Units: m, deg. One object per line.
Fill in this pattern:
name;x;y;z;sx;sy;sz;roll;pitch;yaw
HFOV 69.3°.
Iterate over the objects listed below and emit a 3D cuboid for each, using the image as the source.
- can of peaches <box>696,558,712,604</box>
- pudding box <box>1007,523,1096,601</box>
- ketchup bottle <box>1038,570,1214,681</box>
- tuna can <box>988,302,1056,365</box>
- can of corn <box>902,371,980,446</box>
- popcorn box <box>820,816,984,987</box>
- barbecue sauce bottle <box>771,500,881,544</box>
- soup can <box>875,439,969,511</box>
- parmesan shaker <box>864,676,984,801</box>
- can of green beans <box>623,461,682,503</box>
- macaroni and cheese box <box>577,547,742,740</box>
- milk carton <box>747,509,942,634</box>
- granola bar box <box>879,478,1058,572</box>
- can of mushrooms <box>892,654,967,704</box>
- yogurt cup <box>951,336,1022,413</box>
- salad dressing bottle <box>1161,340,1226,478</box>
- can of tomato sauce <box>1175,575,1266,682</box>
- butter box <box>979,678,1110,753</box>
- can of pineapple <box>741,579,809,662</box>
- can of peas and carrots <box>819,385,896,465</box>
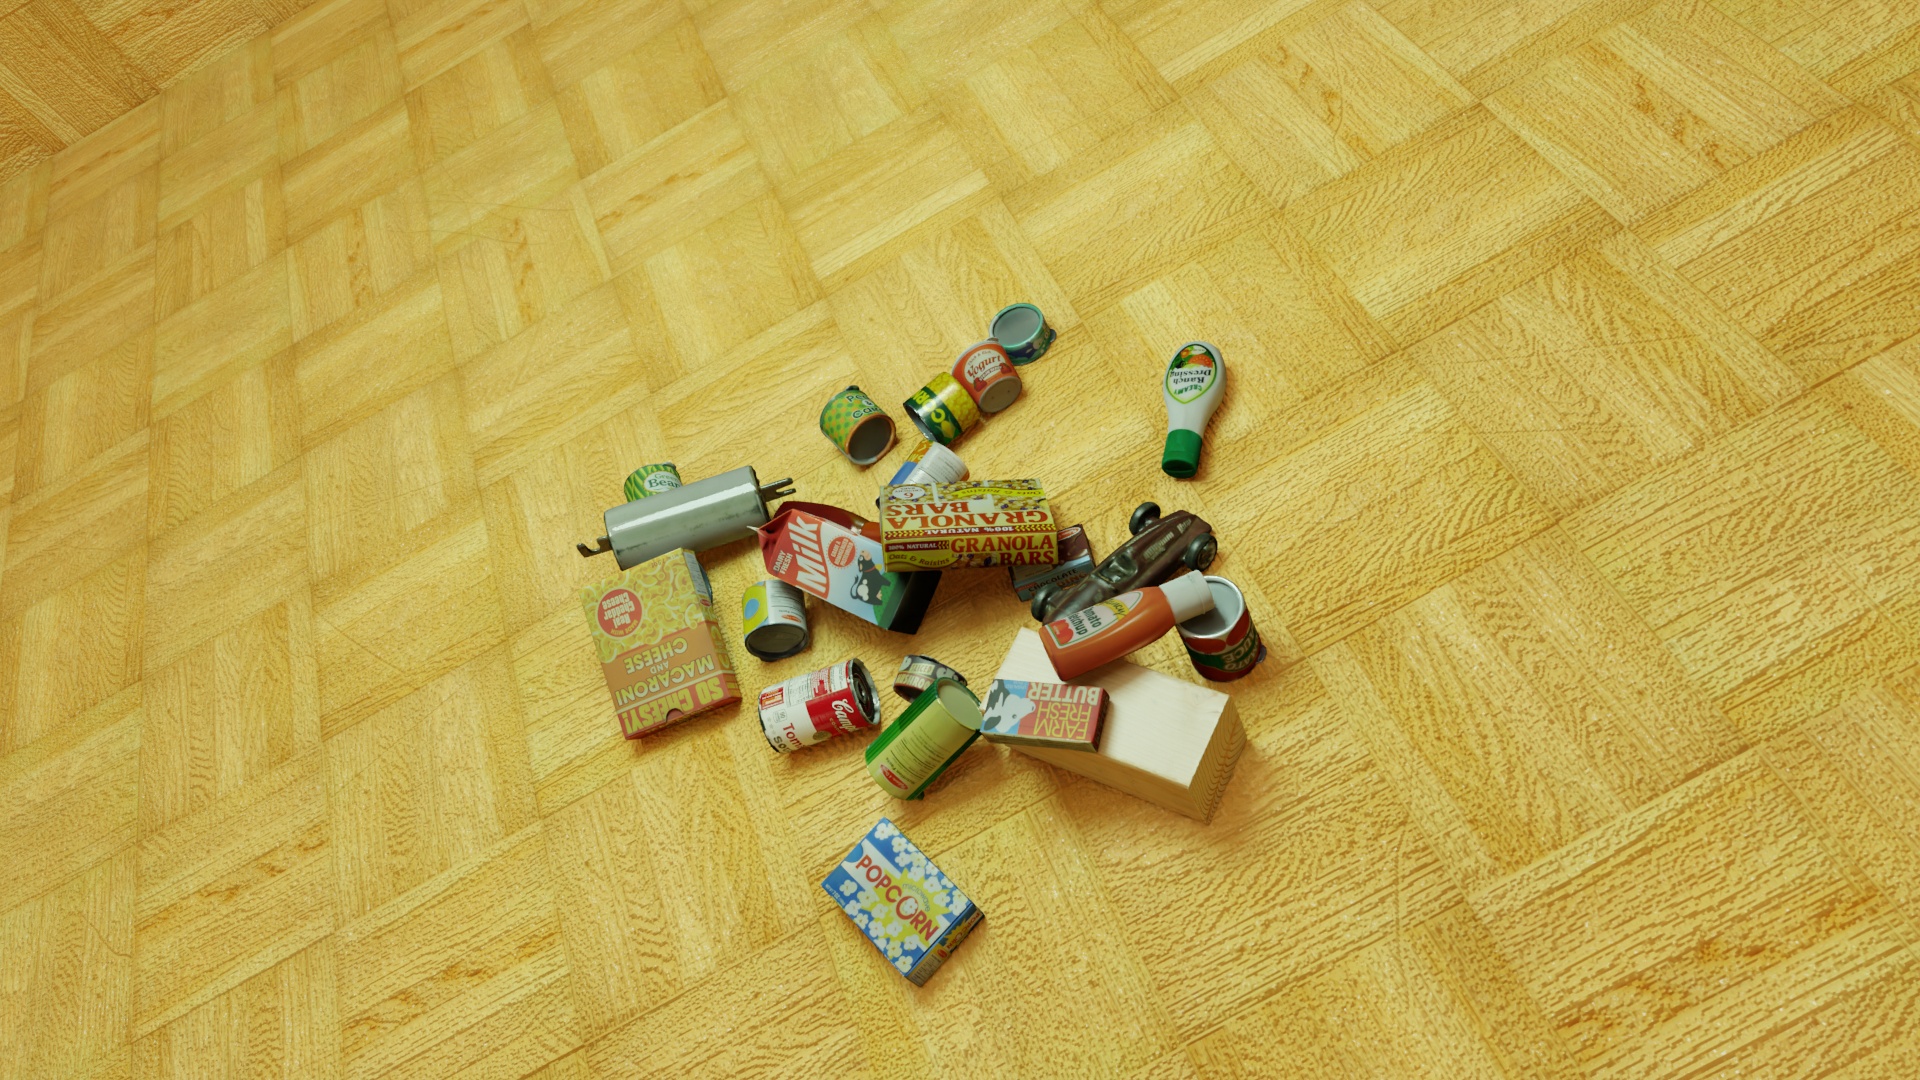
can of peaches;-0.308;0.057;1.501;0.058;0.071;0.071;-20;52;10
pudding box;0.090;0.022;1.376;0.083;0.030;0.050;-21;51;9
ketchup bottle;0.144;0.071;1.196;0.149;0.043;0.065;-23;23;-1
tuna can;0.069;-0.233;1.557;0.071;0.032;0.071;-12;54;17
can of corn;-0.021;-0.143;1.510;0.058;0.071;0.071;-39;52;-7
popcorn box;-0.052;0.319;1.229;0.085;0.038;0.127;-46;53;-10
barbecue sauce bottle;-0.131;-0.006;1.481;0.148;0.043;0.065;6;66;26
soup can;-0.040;-0.054;1.463;0.071;0.071;0.084;24;69;34
parmesan shaker;-0.028;0.183;1.272;0.102;0.071;0.071;-46;48;22
can of green beans;-0.346;-0.044;1.584;0.071;0.071;0.058;-29;52;3
macaroni and cheese box;-0.312;0.107;1.439;0.123;0.040;0.166;-22;79;8
milk carton;-0.124;0.024;1.407;0.191;0.072;0.073;24;91;23
granola bar box;0.005;-0.017;1.357;0.166;0.039;0.125;-3;27;-5
can of mushrooms;-0.030;0.137;1.323;0.071;0.071;0.033;12;65;30
yogurt cup;0.031;-0.176;1.516;0.072;0.072;0.054;-34;59;-1
salad dressing bottle;0.233;-0.133;1.411;0.064;0.044;0.148;0;58;25
can of tomato sauce;0.231;0.080;1.242;0.071;0.082;0.071;-12;54;17
butter box;0.072;0.149;1.185;0.103;0.024;0.053;2;60;25
can of pineapple;-0.193;0.082;1.434;0.071;0.070;0.058;-19;52;10
can of peas and carrots;-0.113;-0.128;1.540;0.071;0.070;0.059;-41;52;-7
